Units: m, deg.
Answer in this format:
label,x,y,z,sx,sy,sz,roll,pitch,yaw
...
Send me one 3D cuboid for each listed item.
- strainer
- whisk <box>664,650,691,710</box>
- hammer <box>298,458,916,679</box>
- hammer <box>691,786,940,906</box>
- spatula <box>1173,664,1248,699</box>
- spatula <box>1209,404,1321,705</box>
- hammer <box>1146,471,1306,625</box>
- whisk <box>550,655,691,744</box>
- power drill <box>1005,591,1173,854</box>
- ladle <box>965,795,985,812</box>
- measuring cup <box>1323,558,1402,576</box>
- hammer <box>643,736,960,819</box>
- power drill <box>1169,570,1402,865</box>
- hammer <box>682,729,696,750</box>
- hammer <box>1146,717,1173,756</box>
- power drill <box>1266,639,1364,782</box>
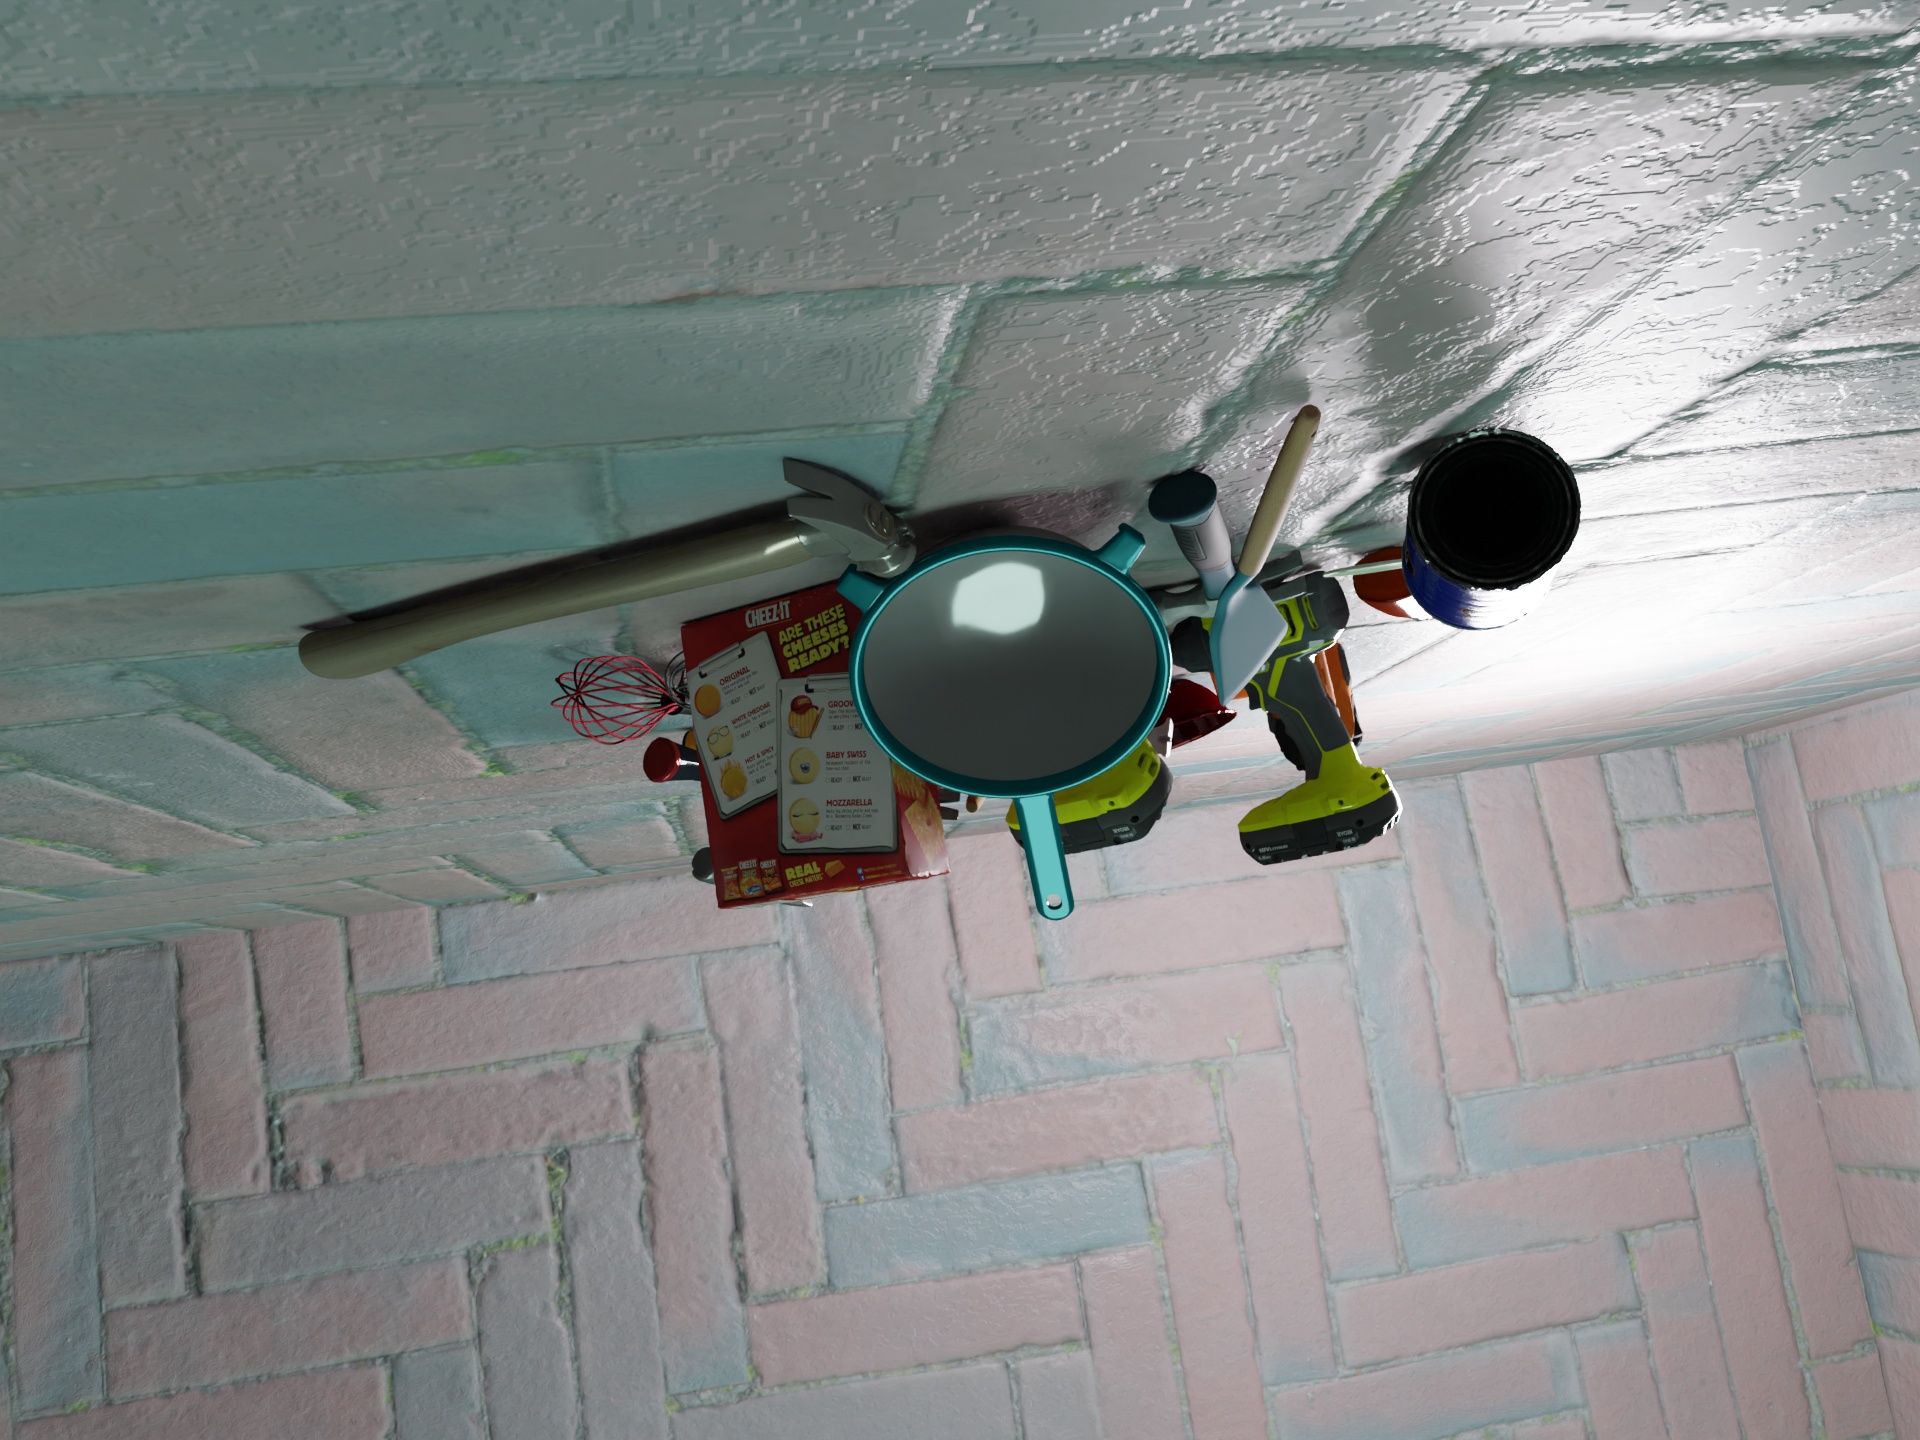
label,x,y,z,sx,sy,sz,roll,pitch,yaw
strainer,0.043,-0.006,1.108,0.211,0.095,0.340,-8,129,6
whisk,-0.116,-0.050,1.265,0.239,0.055,0.055,-11,172,-11
hammer,-0.241,-0.081,0.974,0.410,0.038,0.146,-11,169,19
hammer,-0.062,0.074,1.391,0.359,0.037,0.149,-30,149,28
spatula,0.243,-0.049,1.554,0.081,0.041,0.322,-12,174,25
spatula,0.201,-0.107,1.024,0.082,0.044,0.317,-48,166,-16
hammer,0.175,-0.117,1.128,0.128,0.033,0.331,-9,171,13
whisk,-0.247,-0.016,1.321,0.073,0.073,0.295,-11,177,16
power drill,0.044,-0.005,1.223,0.190,0.228,0.080,-15,-150,35
ladle,0.036,0.022,1.501,0.069,0.031,0.315,11,-159,6
measuring cup,0.346,-0.136,1.159,0.167,0.038,0.083,-10,171,20
hammer,-0.142,0.057,1.427,0.143,0.038,0.386,2,173,26
power drill,0.268,0.001,1.347,0.171,0.223,0.080,-17,-175,39
hammer,-0.163,0.024,1.492,0.127,0.034,0.337,9,174,-36
hammer,-0.002,-0.004,1.406,0.405,0.035,0.144,7,177,-18
power drill,0.324,-0.015,1.488,0.084,0.164,0.226,-13,172,16
